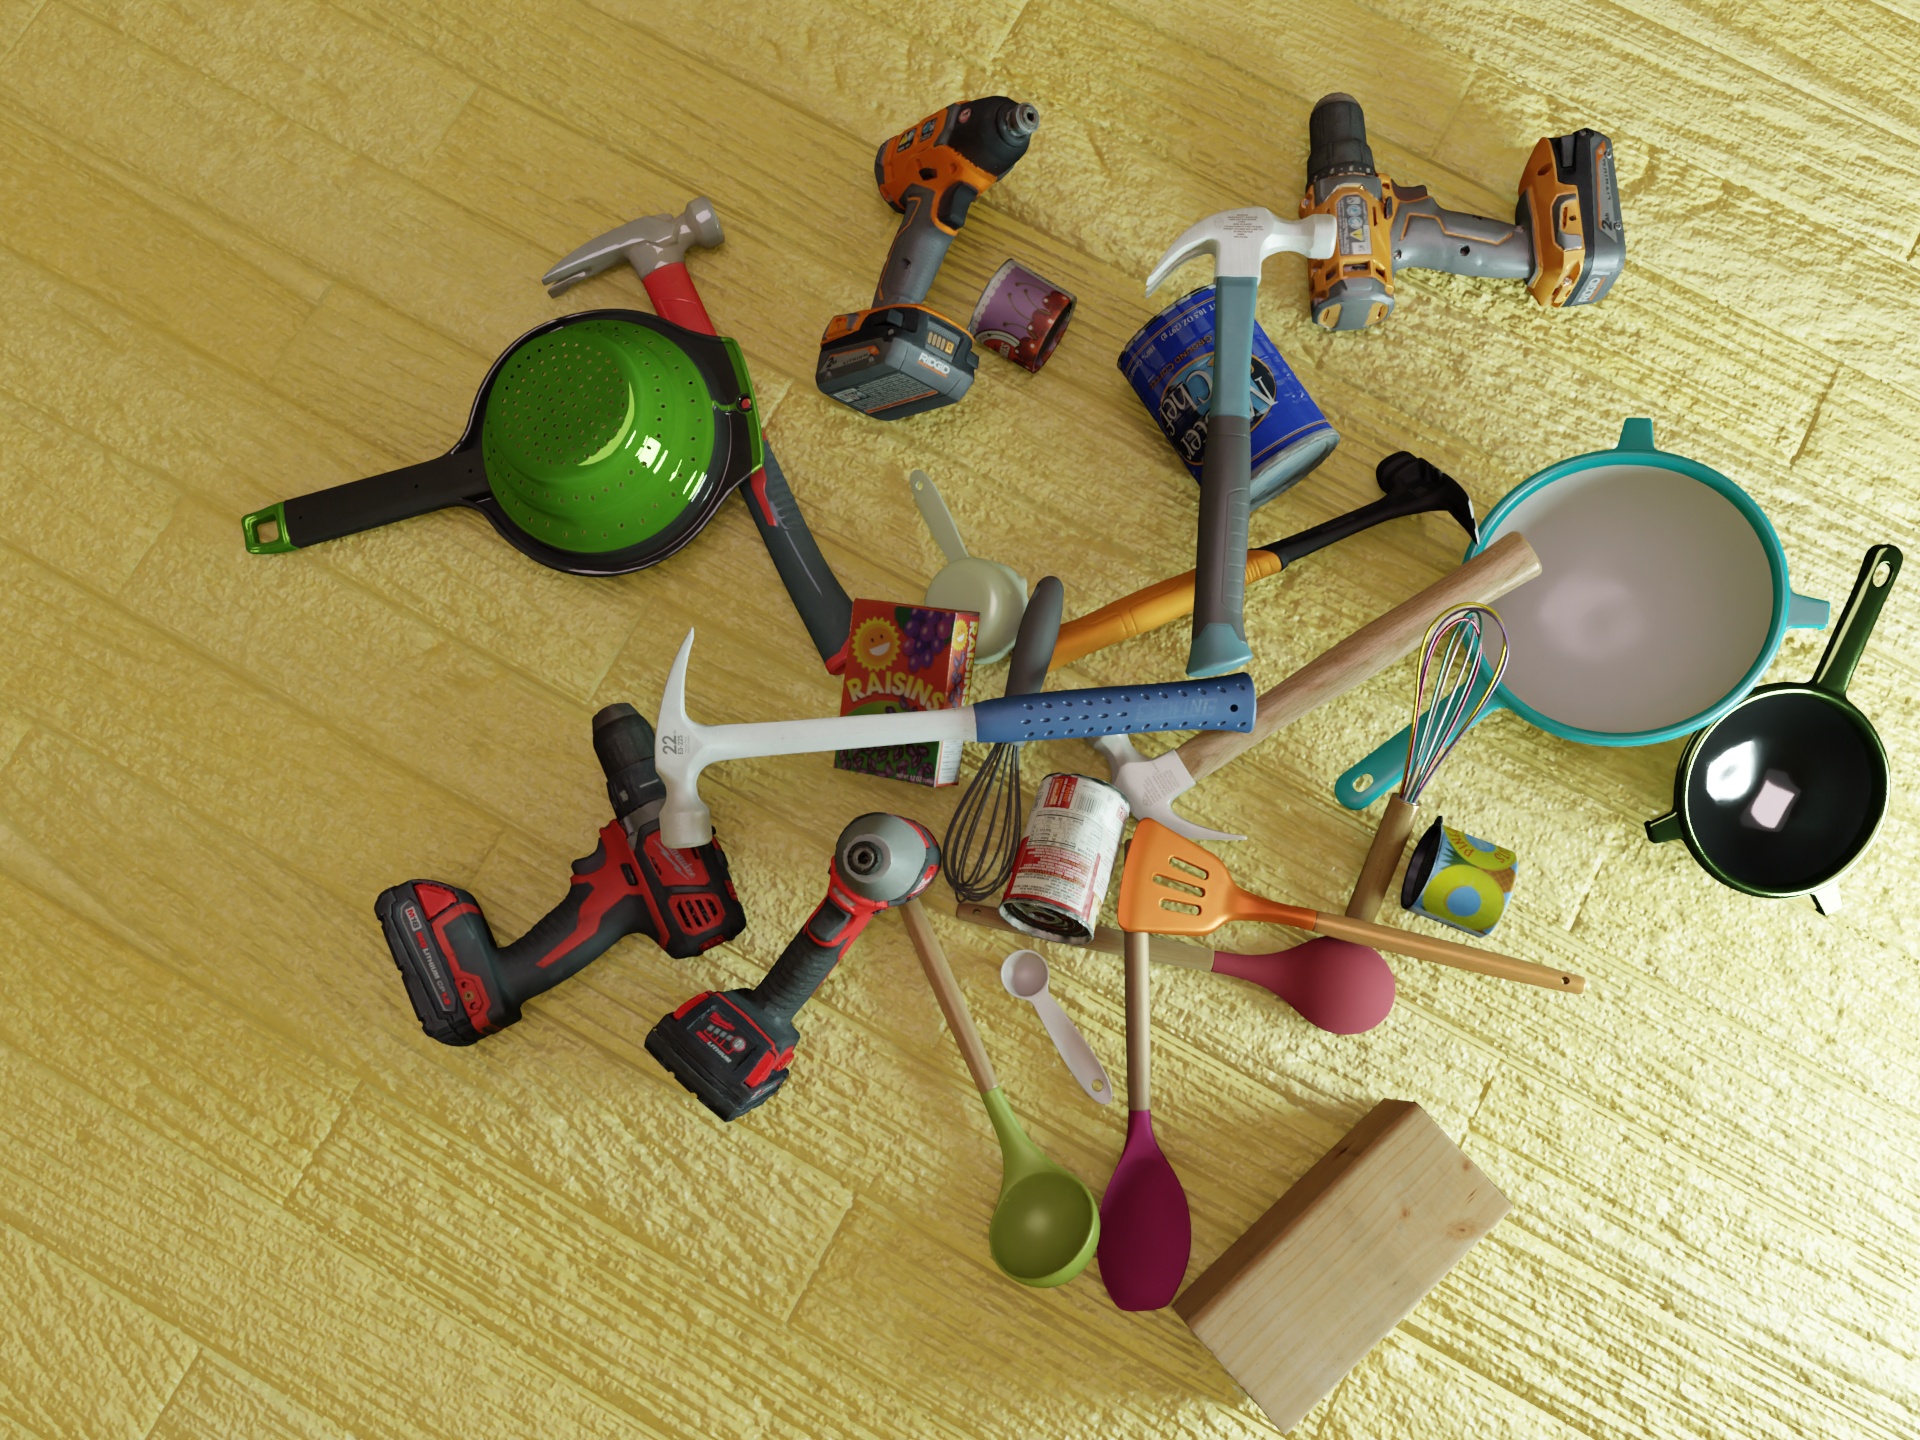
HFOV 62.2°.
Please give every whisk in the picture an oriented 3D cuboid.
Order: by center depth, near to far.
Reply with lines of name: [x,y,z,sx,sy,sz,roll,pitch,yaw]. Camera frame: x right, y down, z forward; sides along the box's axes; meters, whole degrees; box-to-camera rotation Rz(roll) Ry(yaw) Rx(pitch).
whisk: [0.310,0.033,1.090,0.047,0.051,0.245,10,110,-19]
whisk: [0.034,0.014,1.116,0.055,0.055,0.239,15,92,3]

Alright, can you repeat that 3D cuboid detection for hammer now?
hammer: [-0.002,-0.003,1.069,0.405,0.035,0.144,-5,96,-8]
hammer: [0.184,-0.192,1.086,0.128,0.033,0.331,4,81,5]
hammer: [0.256,-0.027,1.119,0.331,0.031,0.130,-33,82,9]
hammer: [0.198,-0.102,1.143,0.337,0.127,0.034,-23,118,1]
hammer: [-0.178,-0.203,1.190,0.143,0.038,0.386,-25,79,-4]

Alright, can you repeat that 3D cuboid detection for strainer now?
strainer: [0.581,-0.003,1.112,0.151,0.069,0.256,22,94,-5]
strainer: [0.416,-0.039,1.137,0.340,0.095,0.211,-39,67,12]

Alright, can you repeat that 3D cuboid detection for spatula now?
spatula: [0.269,0.143,1.094,0.322,0.041,0.081,13,77,6]

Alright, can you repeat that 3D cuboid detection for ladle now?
ladle: [0.007,0.230,1.092,0.078,0.062,0.320,-27,76,9]
ladle: [0.152,0.163,1.120,0.315,0.031,0.069,10,75,4]

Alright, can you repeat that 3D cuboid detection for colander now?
colander: [-0.345,-0.191,1.138,0.397,0.094,0.204,-14,81,4]

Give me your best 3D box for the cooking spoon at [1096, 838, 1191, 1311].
cooking spoon: [0.123,0.241,1.093,0.068,0.017,0.319,1,84,-14]

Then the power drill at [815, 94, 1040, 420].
power drill: [-0.018,-0.344,1.158,0.084,0.164,0.226,21,78,-33]

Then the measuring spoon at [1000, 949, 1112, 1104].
measuring spoon: [0.069,0.216,1.117,0.034,0.018,0.124,-33,87,-6]

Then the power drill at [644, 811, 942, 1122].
power drill: [-0.101,0.153,1.052,0.078,0.143,0.219,40,91,9]

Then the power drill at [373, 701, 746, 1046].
power drill: [-0.282,0.107,1.108,0.226,0.080,0.188,-24,79,-8]

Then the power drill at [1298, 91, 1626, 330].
power drill: [0.372,-0.396,1.211,0.226,0.084,0.185,-3,77,4]

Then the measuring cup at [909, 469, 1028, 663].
measuring cup: [-0.010,-0.118,1.160,0.083,0.038,0.168,-37,67,28]
